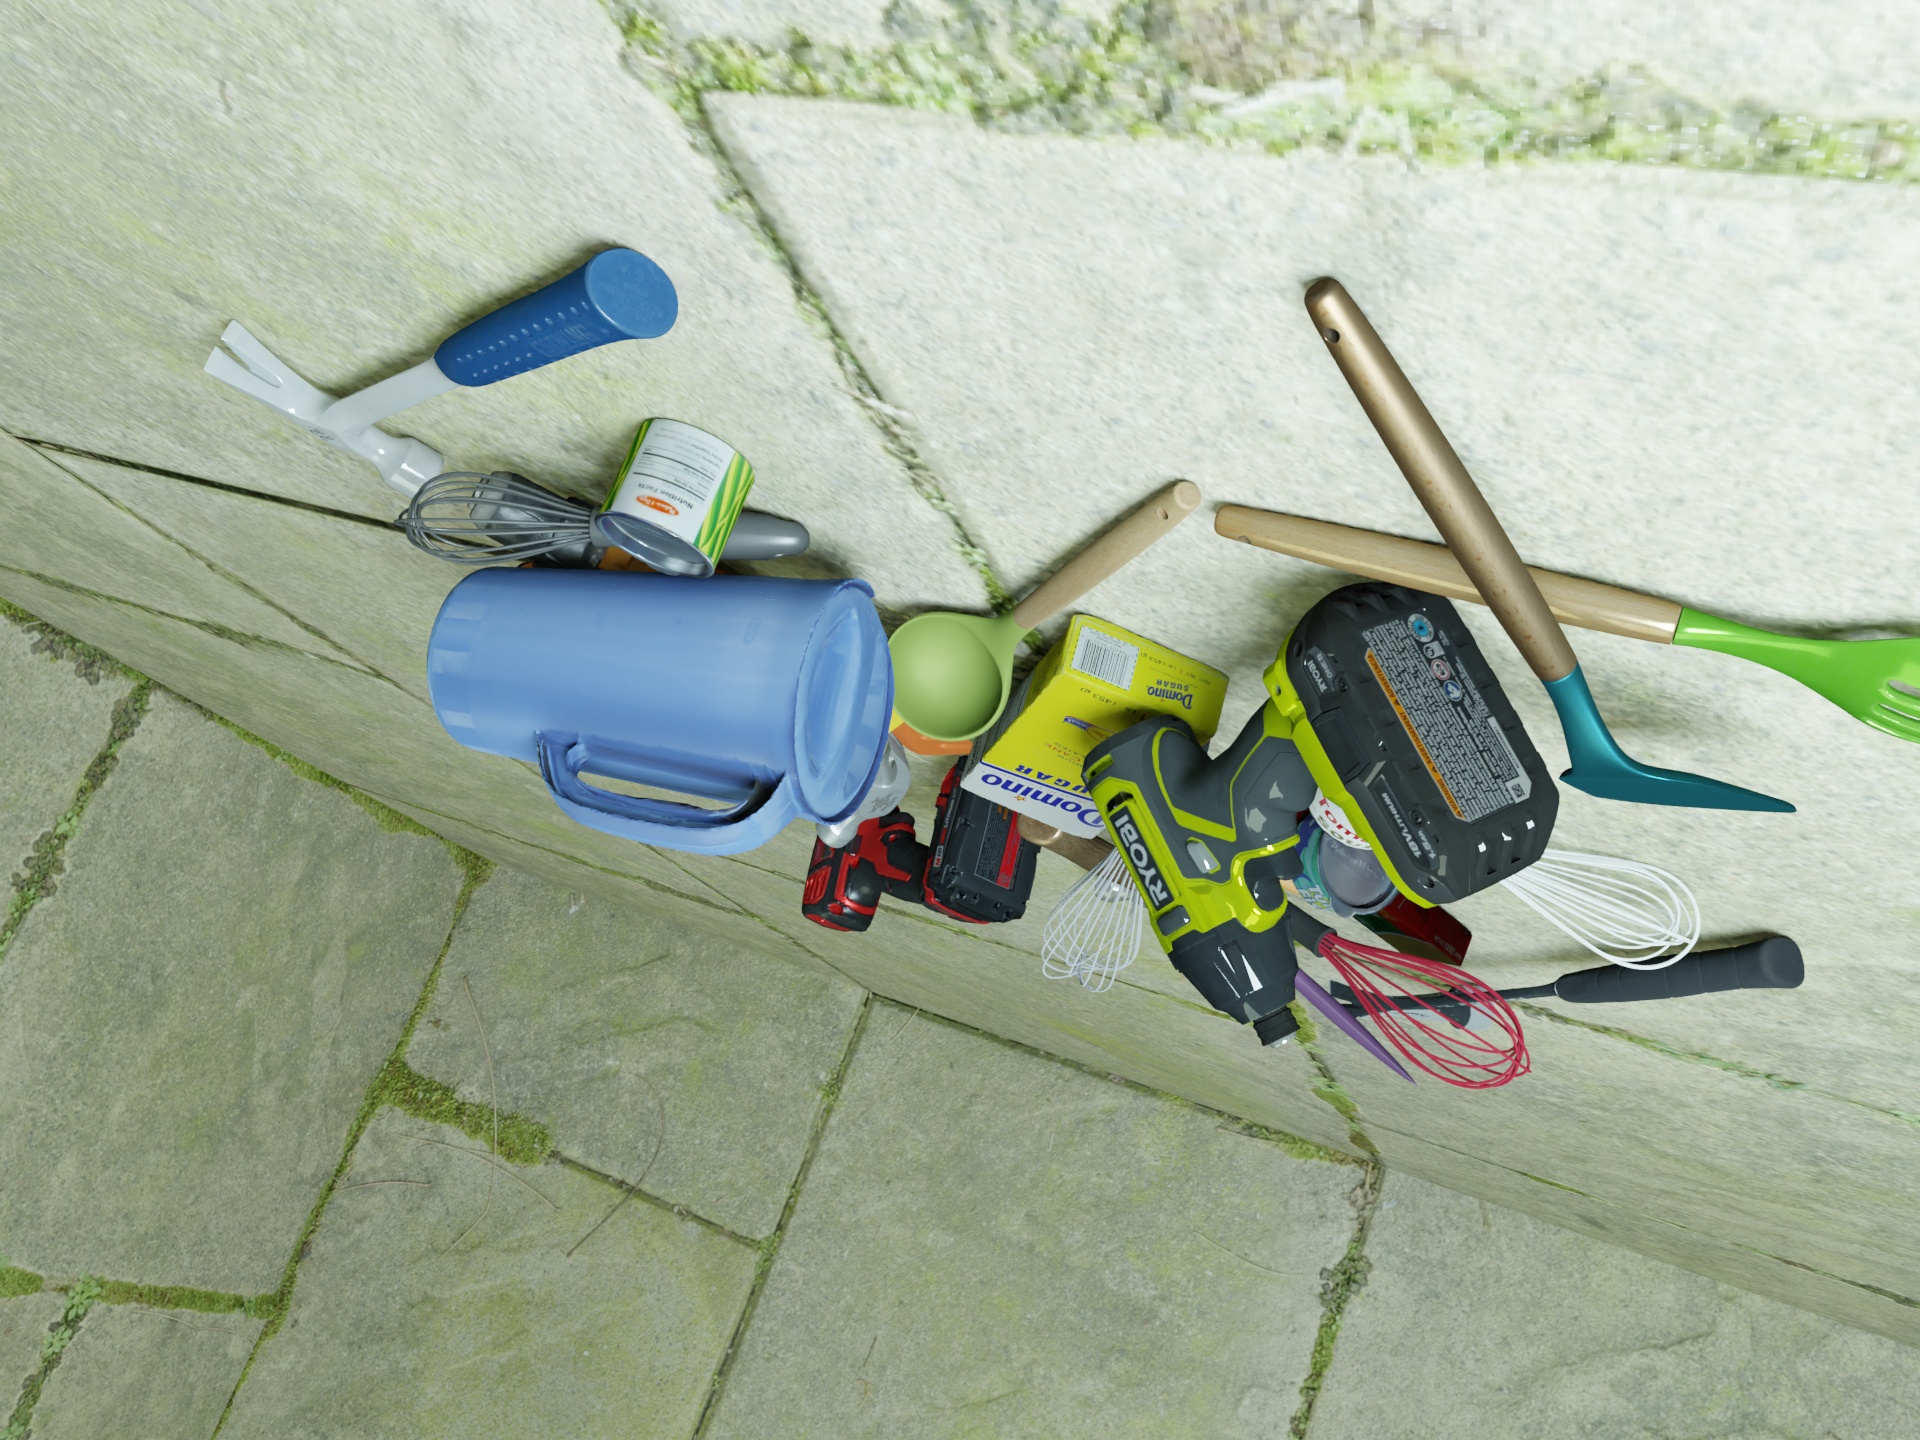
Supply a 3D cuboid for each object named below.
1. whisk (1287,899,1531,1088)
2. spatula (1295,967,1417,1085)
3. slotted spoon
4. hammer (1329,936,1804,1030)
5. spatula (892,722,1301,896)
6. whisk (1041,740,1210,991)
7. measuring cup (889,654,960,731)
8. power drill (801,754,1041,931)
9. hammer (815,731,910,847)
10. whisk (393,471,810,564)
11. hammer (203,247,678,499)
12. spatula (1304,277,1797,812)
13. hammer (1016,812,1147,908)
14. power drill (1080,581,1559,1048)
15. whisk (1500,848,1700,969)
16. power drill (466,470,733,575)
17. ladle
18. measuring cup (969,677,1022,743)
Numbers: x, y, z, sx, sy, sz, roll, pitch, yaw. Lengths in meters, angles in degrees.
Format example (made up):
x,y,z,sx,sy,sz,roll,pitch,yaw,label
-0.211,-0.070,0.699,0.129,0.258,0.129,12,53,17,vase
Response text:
x,y,z,sx,sy,sz,roll,pitch,yaw,label
0.269,0.165,1.104,0.296,0.073,0.073,33,177,45,whisk
0.192,0.140,1.098,0.316,0.018,0.060,42,180,5,spatula
0.248,-0.041,0.612,0.314,0.031,0.070,17,159,21,slotted spoon
0.403,0.181,1.081,0.149,0.036,0.409,5,165,-16,hammer
0.099,0.057,1.060,0.323,0.041,0.081,26,166,20,spatula
0.107,0.090,1.020,0.070,0.070,0.284,21,139,3,whisk
-0.041,-0.008,1.021,0.062,0.029,0.156,49,150,-3,measuring cup
-0.035,0.091,1.235,0.078,0.143,0.220,27,157,-34,power drill
-0.170,0.020,1.079,0.330,0.033,0.128,15,136,-40,hammer
-0.201,-0.107,0.888,0.239,0.055,0.055,4,162,7,whisk
-0.264,-0.180,0.806,0.144,0.035,0.406,32,161,-34,hammer
0.211,-0.045,0.585,0.082,0.044,0.317,3,143,51,spatula
0.119,0.111,1.202,0.130,0.031,0.331,11,170,26,hammer
0.156,0.050,0.731,0.080,0.171,0.223,-18,165,-31,power drill
0.296,0.076,0.907,0.246,0.059,0.058,22,-168,13,whisk
-0.248,-0.081,1.038,0.185,0.084,0.226,28,159,-22,power drill
0.034,-0.053,0.803,0.078,0.062,0.320,52,157,-2,ladle
-0.002,-0.003,1.038,0.168,0.038,0.083,12,162,24,measuring cup
